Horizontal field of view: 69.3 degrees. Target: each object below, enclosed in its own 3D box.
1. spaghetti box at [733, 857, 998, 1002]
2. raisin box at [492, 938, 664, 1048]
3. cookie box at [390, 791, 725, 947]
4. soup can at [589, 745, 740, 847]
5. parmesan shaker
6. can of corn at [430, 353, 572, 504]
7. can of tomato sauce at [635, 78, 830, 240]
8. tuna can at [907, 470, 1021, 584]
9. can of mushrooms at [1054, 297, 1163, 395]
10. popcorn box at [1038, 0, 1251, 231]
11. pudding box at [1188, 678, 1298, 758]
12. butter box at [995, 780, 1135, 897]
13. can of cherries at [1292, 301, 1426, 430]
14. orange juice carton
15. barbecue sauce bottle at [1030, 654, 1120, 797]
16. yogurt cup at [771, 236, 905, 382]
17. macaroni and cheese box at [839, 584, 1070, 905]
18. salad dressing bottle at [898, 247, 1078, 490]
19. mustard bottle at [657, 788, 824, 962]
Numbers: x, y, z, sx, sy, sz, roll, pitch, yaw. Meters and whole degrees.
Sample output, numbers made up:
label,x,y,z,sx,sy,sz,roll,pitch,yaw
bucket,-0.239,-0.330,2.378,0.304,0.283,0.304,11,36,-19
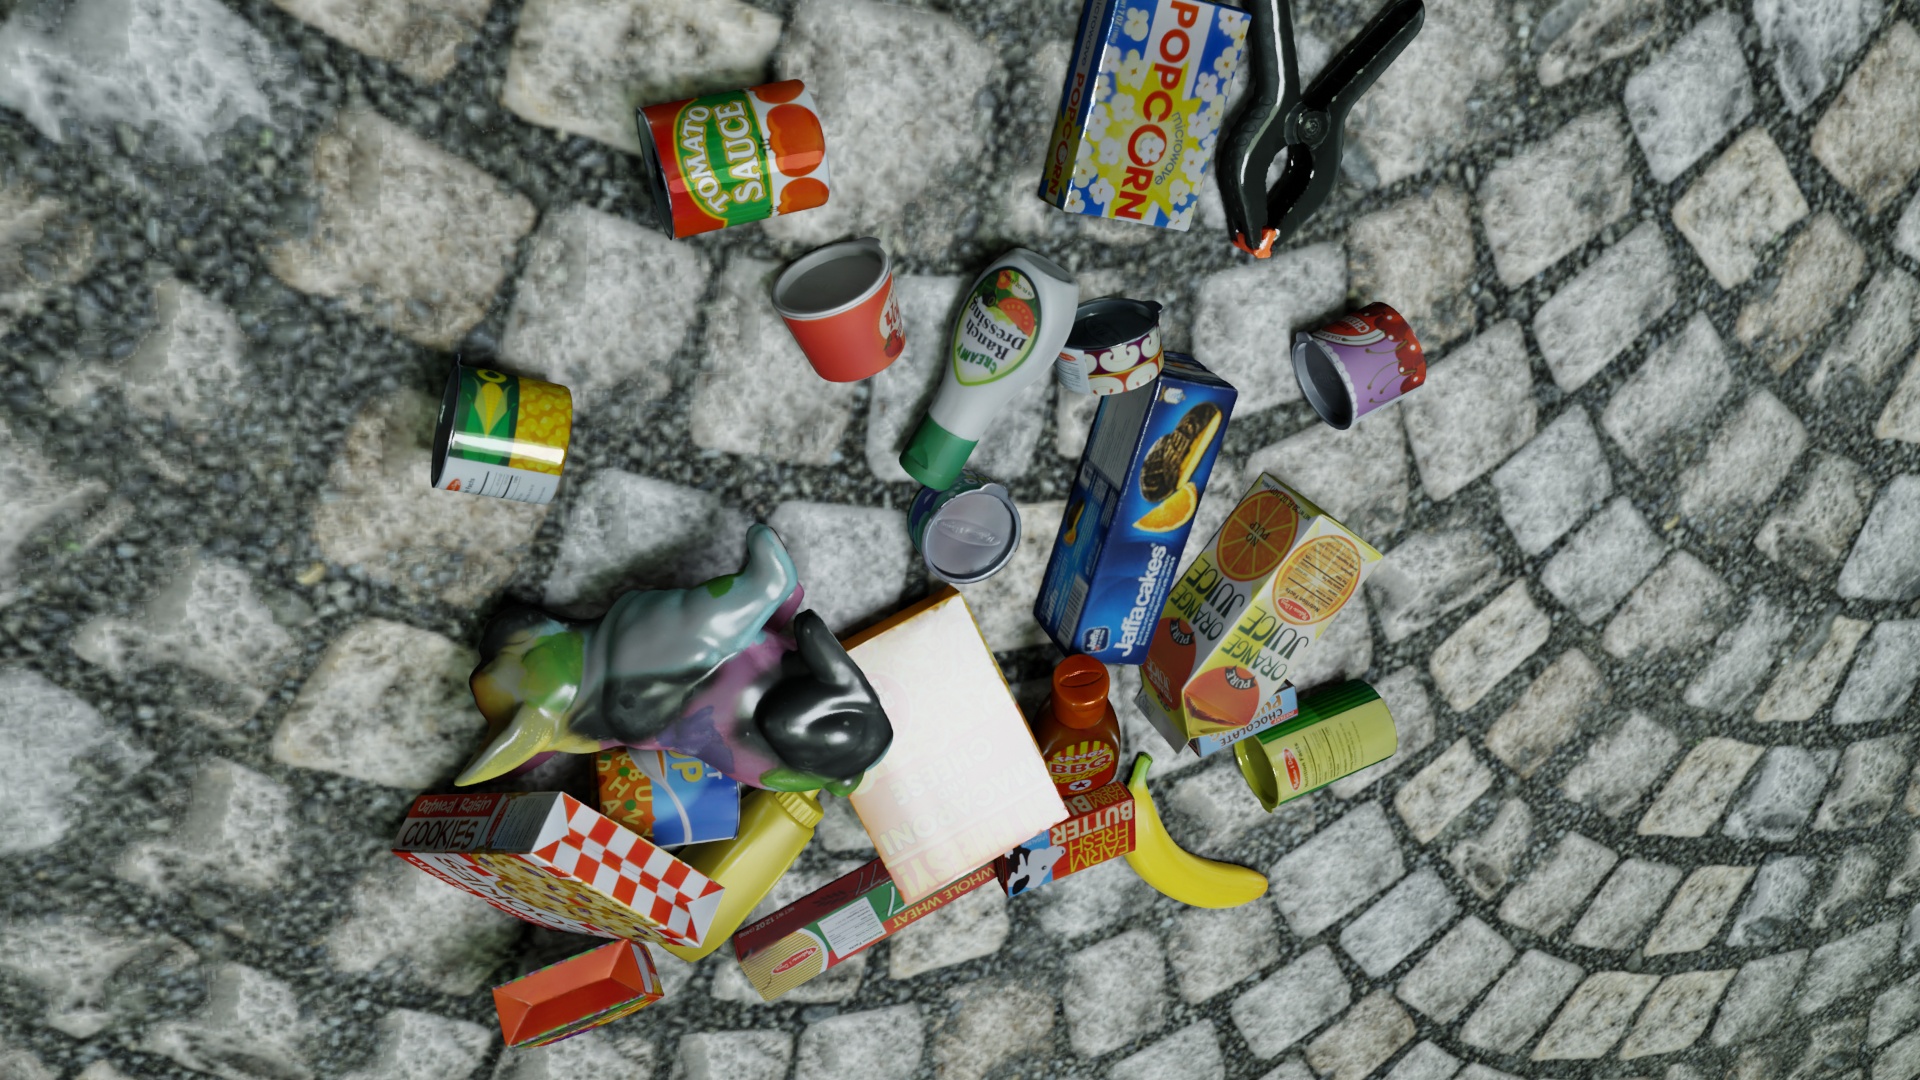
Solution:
label,x,y,z,sx,sy,sz,roll,pitch,yaw
spaghetti box,-0.039,0.247,0.992,0.250,0.029,0.050,-27,123,-7
raisin box,-0.239,0.289,0.884,0.086,0.040,0.123,-19,165,-13
cookie box,-0.237,0.192,0.810,0.122,0.167,0.040,42,54,-33
soup can,-0.184,0.155,0.862,0.084,0.071,0.071,-3,117,-21
parmesan shaker,0.267,0.154,1.047,0.103,0.071,0.071,-19,122,-13
can of corn,-0.240,-0.057,0.727,0.058,0.071,0.071,10,112,-27
can of tomato sauce,-0.114,-0.194,0.703,0.083,0.071,0.070,-16,121,-14
tuna can,0.003,-0.011,0.871,0.071,0.033,0.070,-10,120,-18
can of mushrooms,0.090,-0.117,0.830,0.071,0.071,0.033,-20,123,-11
popcorn box,0.103,-0.245,0.784,0.085,0.038,0.126,3,115,-24
pudding box,0.196,0.119,1.010,0.084,0.050,0.030,-21,121,-12
butter box,0.074,0.212,0.987,0.104,0.024,0.052,-16,122,-16
can of cherries,0.258,-0.116,0.901,0.058,0.072,0.071,-27,123,-7
orange juice carton,0.193,0.057,0.962,0.073,0.072,0.192,30,102,-32
barbecue sauce bottle,0.077,0.125,0.930,0.065,0.044,0.147,-10,148,-5
yogurt cup,-0.064,-0.124,0.766,0.072,0.072,0.053,-27,131,-7
macaroni and cheese box,-0.020,0.131,0.896,0.124,0.040,0.166,-27,100,-7
salad dressing bottle,0.014,-0.098,0.816,0.044,0.064,0.147,-9,135,-58
mustard bottle,-0.136,0.201,0.908,0.160,0.065,0.048,-45,120,0
